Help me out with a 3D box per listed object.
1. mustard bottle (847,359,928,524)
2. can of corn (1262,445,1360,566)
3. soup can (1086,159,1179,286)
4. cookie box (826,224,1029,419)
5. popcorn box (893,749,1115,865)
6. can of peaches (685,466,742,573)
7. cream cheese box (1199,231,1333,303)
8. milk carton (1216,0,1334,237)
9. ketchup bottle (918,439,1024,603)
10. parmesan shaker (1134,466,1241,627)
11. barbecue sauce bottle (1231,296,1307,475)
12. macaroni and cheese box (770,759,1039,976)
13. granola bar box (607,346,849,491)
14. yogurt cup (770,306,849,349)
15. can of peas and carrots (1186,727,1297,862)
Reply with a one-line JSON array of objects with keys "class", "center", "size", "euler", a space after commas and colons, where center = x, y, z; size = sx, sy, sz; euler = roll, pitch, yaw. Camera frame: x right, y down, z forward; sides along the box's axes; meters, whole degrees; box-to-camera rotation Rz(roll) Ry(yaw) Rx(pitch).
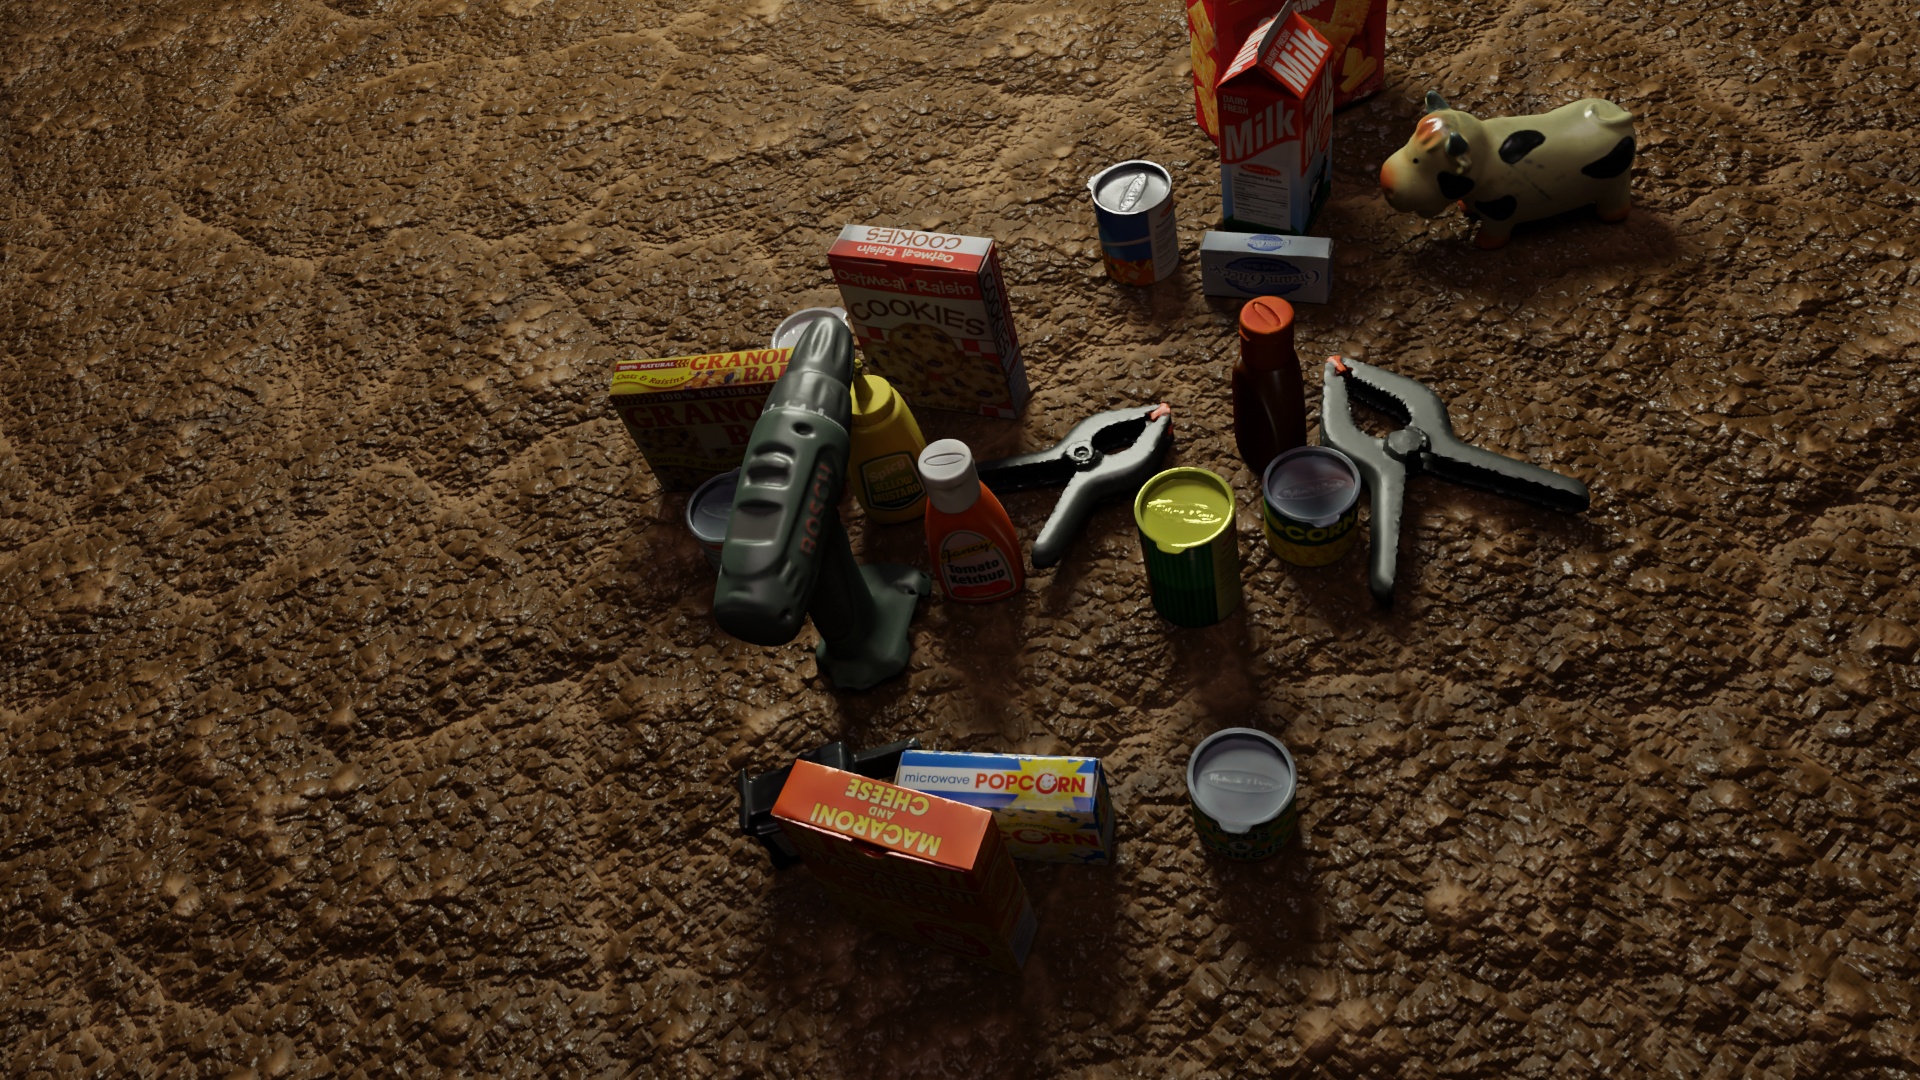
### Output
[{"class": "mustard bottle", "center": [-0.060, -0.075, 1.030], "size": [0.065, 0.159, 0.049], "euler": [-17, 53, 2]}, {"class": "can of corn", "center": [0.248, -0.021, 0.979], "size": [0.071, 0.058, 0.071], "euler": [-7, 53, 9]}, {"class": "soup can", "center": [0.146, -0.267, 1.168], "size": [0.071, 0.083, 0.072], "euler": [-7, 53, 9]}, {"class": "cookie box", "center": [-0.022, -0.168, 1.083], "size": [0.123, 0.166, 0.040], "euler": [10, 58, 20]}, {"class": "popcorn box", "center": [0.029, 0.169, 0.877], "size": [0.127, 0.085, 0.038], "euler": [0, 55, 14]}, {"class": "can of peaches", "center": [-0.170, -0.012, 1.074], "size": [0.071, 0.057, 0.071], "euler": [-7, 53, 9]}, {"class": "cream cheese box", "center": [0.249, -0.222, 1.129], "size": [0.104, 0.053, 0.024], "euler": [8, 57, 19]}, {"class": "milk carton", "center": [0.256, -0.339, 1.127], "size": [0.073, 0.189, 0.072], "euler": [18, 61, 25]}, {"class": "ketchup bottle", "center": [0.003, -0.012, 0.975], "size": [0.065, 0.148, 0.044], "euler": [-8, 53, 8]}, {"class": "parmesan shaker", "center": [0.156, 0.009, 0.952], "size": [0.071, 0.102, 0.071], "euler": [-7, 53, 9]}, {"class": "barbecue sauce bottle", "center": [0.220, -0.110, 0.994], "size": [0.044, 0.148, 0.065], "euler": [-28, 53, -7]}, {"class": "macaroni and cheese box", "center": [-0.028, 0.196, 0.819], "size": [0.124, 0.165, 0.040], "euler": [11, 58, 21]}, {"class": "granola bar box", "center": [-0.175, -0.094, 1.094], "size": [0.165, 0.123, 0.039], "euler": [-3, 54, 12]}, {"class": "yogurt cup", "center": [-0.120, -0.154, 1.169], "size": [0.072, 0.053, 0.073], "euler": [-7, 53, 9]}, {"class": "can of peas and carrots", "center": [0.176, 0.161, 0.863], "size": [0.071, 0.058, 0.071], "euler": [-7, 53, 9]}]
